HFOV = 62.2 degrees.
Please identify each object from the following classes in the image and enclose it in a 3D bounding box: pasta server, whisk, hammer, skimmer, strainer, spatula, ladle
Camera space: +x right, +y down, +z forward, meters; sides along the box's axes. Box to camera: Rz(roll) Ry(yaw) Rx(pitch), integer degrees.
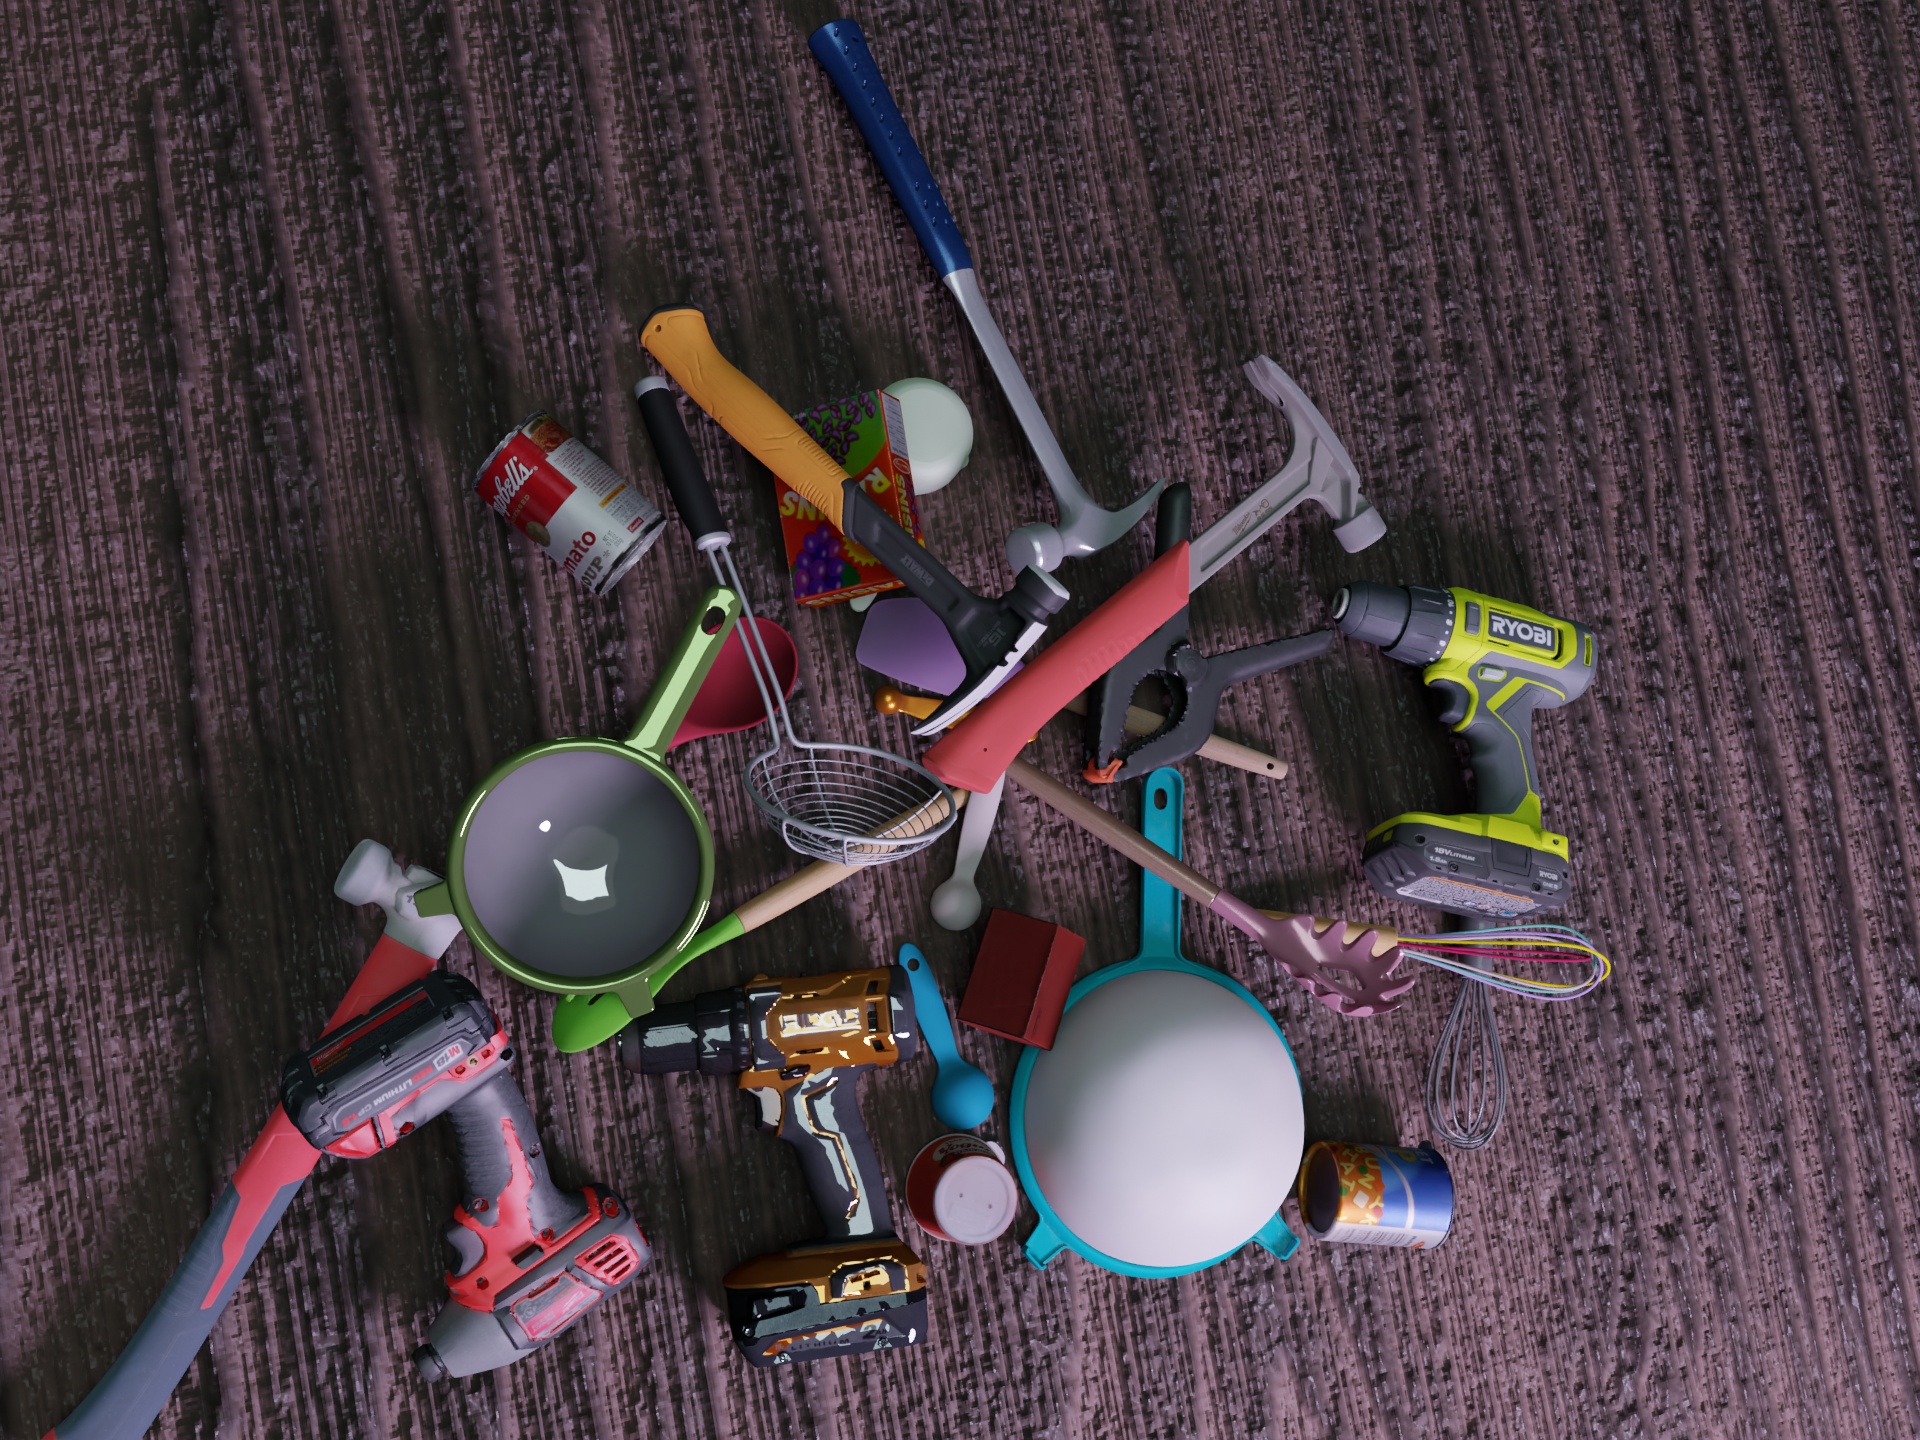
[{"bbox_3d":[0.144,0.096,1.032,0.316,0.040,0.060,33,53,13],"label":"pasta server"},{"bbox_3d":[0.320,0.153,1.091,0.245,0.047,0.051,8,79,4],"label":"whisk"},{"bbox_3d":[0.114,-0.083,1.038,0.359,0.037,0.149,-39,97,-14],"label":"hammer"},{"bbox_3d":[-0.384,0.269,0.916,0.143,0.038,0.386,34,79,-24],"label":"hammer"},{"bbox_3d":[-0.117,-0.072,0.977,0.127,0.090,0.363,-10,70,-42],"label":"skimmer"},{"bbox_3d":[-0.197,0.034,0.940,0.151,0.069,0.256,28,89,-11],"label":"strainer"},{"bbox_3d":[0.145,0.198,1.041,0.211,0.095,0.340,3,83,-14],"label":"strainer"},{"bbox_3d":[0.082,-0.015,1.092,0.315,0.018,0.060,19,89,-11],"label":"spatula"},{"bbox_3d":[0.363,0.182,1.129,0.055,0.055,0.239,12,75,-13],"label":"whisk"},{"bbox_3d":[-0.229,0.047,0.999,0.315,0.031,0.069,-42,90,-14],"label":"ladle"},{"bbox_3d":[-0.090,-0.143,1.005,0.337,0.034,0.127,45,101,14],"label":"hammer"},{"bbox_3d":[0.007,-0.295,1.086,0.144,0.035,0.405,-23,84,-39],"label":"hammer"}]

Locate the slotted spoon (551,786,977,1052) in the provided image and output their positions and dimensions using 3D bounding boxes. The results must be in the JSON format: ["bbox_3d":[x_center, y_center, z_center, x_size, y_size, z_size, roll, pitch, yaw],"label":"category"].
[{"bbox_3d":[-0.120,0.114,1.009,0.314,0.070,0.031,-29,117,-22],"label":"slotted spoon"}]

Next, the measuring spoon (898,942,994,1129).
[{"bbox_3d":[-0.012,0.206,1.036,0.042,0.021,0.128,-21,89,-16],"label":"measuring spoon"}]

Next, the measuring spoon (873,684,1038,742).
[{"bbox_3d":[-0.002,-0.003,1.072,0.117,0.011,0.021,13,80,-13],"label":"measuring spoon"}]

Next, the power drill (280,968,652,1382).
[{"bbox_3d":[-0.284,0.267,0.906,0.143,0.079,0.219,-32,111,-21],"label":"power drill"}]

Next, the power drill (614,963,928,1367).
[{"bbox_3d":[-0.113,0.269,0.975,0.185,0.084,0.226,-4,80,-12],"label":"power drill"}]

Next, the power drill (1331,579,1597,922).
[{"bbox_3d":[0.346,0.012,1.115,0.190,0.080,0.229,14,68,-9],"label":"power drill"}]

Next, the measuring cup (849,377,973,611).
[{"bbox_3d":[-0.041,-0.153,1.066,0.083,0.038,0.168,20,76,-11],"label":"measuring cup"}]

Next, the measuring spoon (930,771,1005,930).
[{"bbox_3d":[0.009,0.080,1.050,0.034,0.018,0.124,15,90,-10],"label":"measuring spoon"}]
